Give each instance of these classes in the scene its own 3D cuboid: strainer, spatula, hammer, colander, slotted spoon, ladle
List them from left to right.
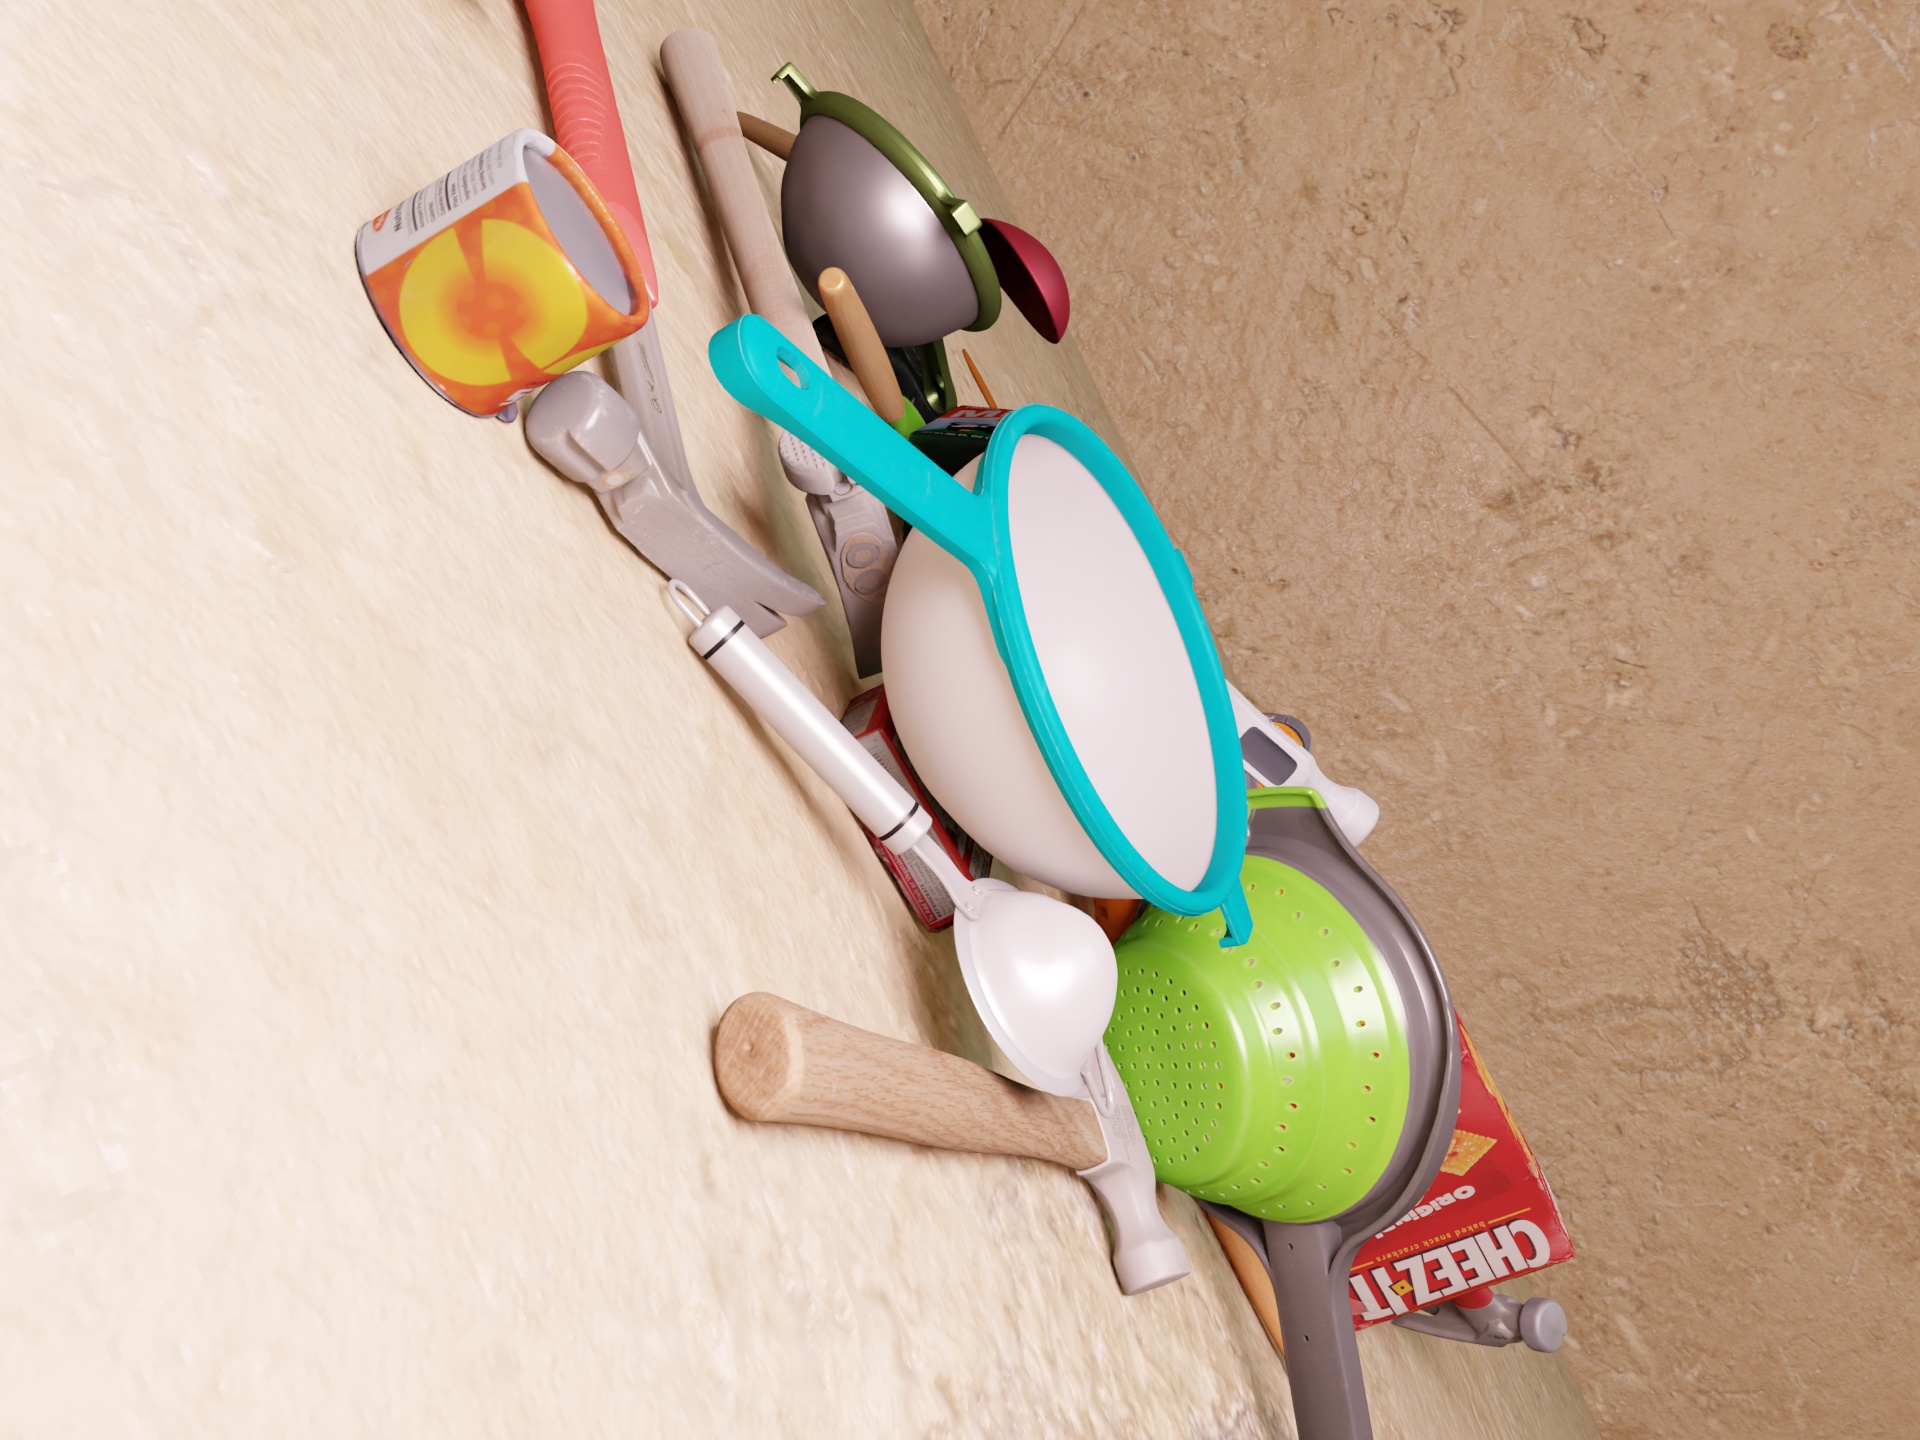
[{"bbox_3d":[-0.138,-0.205,0.643,0.149,0.036,0.359,43,26,-57],"label":"hammer"},{"bbox_3d":[-0.093,-0.207,0.779,0.146,0.038,0.411,76,-5,-53],"label":"hammer"},{"bbox_3d":[-0.045,-0.231,0.892,0.152,0.069,0.256,44,-10,20],"label":"strainer"},{"bbox_3d":[-0.042,-0.177,0.854,0.313,0.031,0.070,48,26,-81],"label":"slotted spoon"},{"bbox_3d":[-0.041,-0.294,0.902,0.316,0.031,0.069,39,-14,35],"label":"ladle"},{"bbox_3d":[-0.013,0.044,0.572,0.258,0.050,0.087,47,27,-10],"label":"strainer"},{"bbox_3d":[-0.003,-0.036,0.598,0.340,0.095,0.211,33,44,-49],"label":"strainer"},{"bbox_3d":[0.007,0.138,0.575,0.331,0.031,0.130,39,29,-60],"label":"hammer"},{"bbox_3d":[0.141,-0.024,0.923,0.128,0.033,0.331,38,10,-12],"label":"hammer"},{"bbox_3d":[0.132,0.232,0.733,0.094,0.204,0.397,-4,83,-39],"label":"colander"},{"bbox_3d":[0.181,0.321,0.871,0.322,0.041,0.081,63,15,-2],"label":"spatula"},{"bbox_3d":[0.284,0.332,1.166,0.386,0.143,0.038,49,56,-18],"label":"hammer"}]

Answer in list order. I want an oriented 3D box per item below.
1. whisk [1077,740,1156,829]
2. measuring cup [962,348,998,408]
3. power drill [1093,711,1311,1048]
[{"bbox_3d":[0.034,-0.009,0.797,0.057,0.059,0.247,10,29,-34],"label":"whisk"},{"bbox_3d":[0.016,-0.189,1.154,0.174,0.052,0.095,67,14,19],"label":"measuring cup"},{"bbox_3d":[0.144,0.092,0.946,0.226,0.084,0.164,-28,116,-57],"label":"power drill"}]
